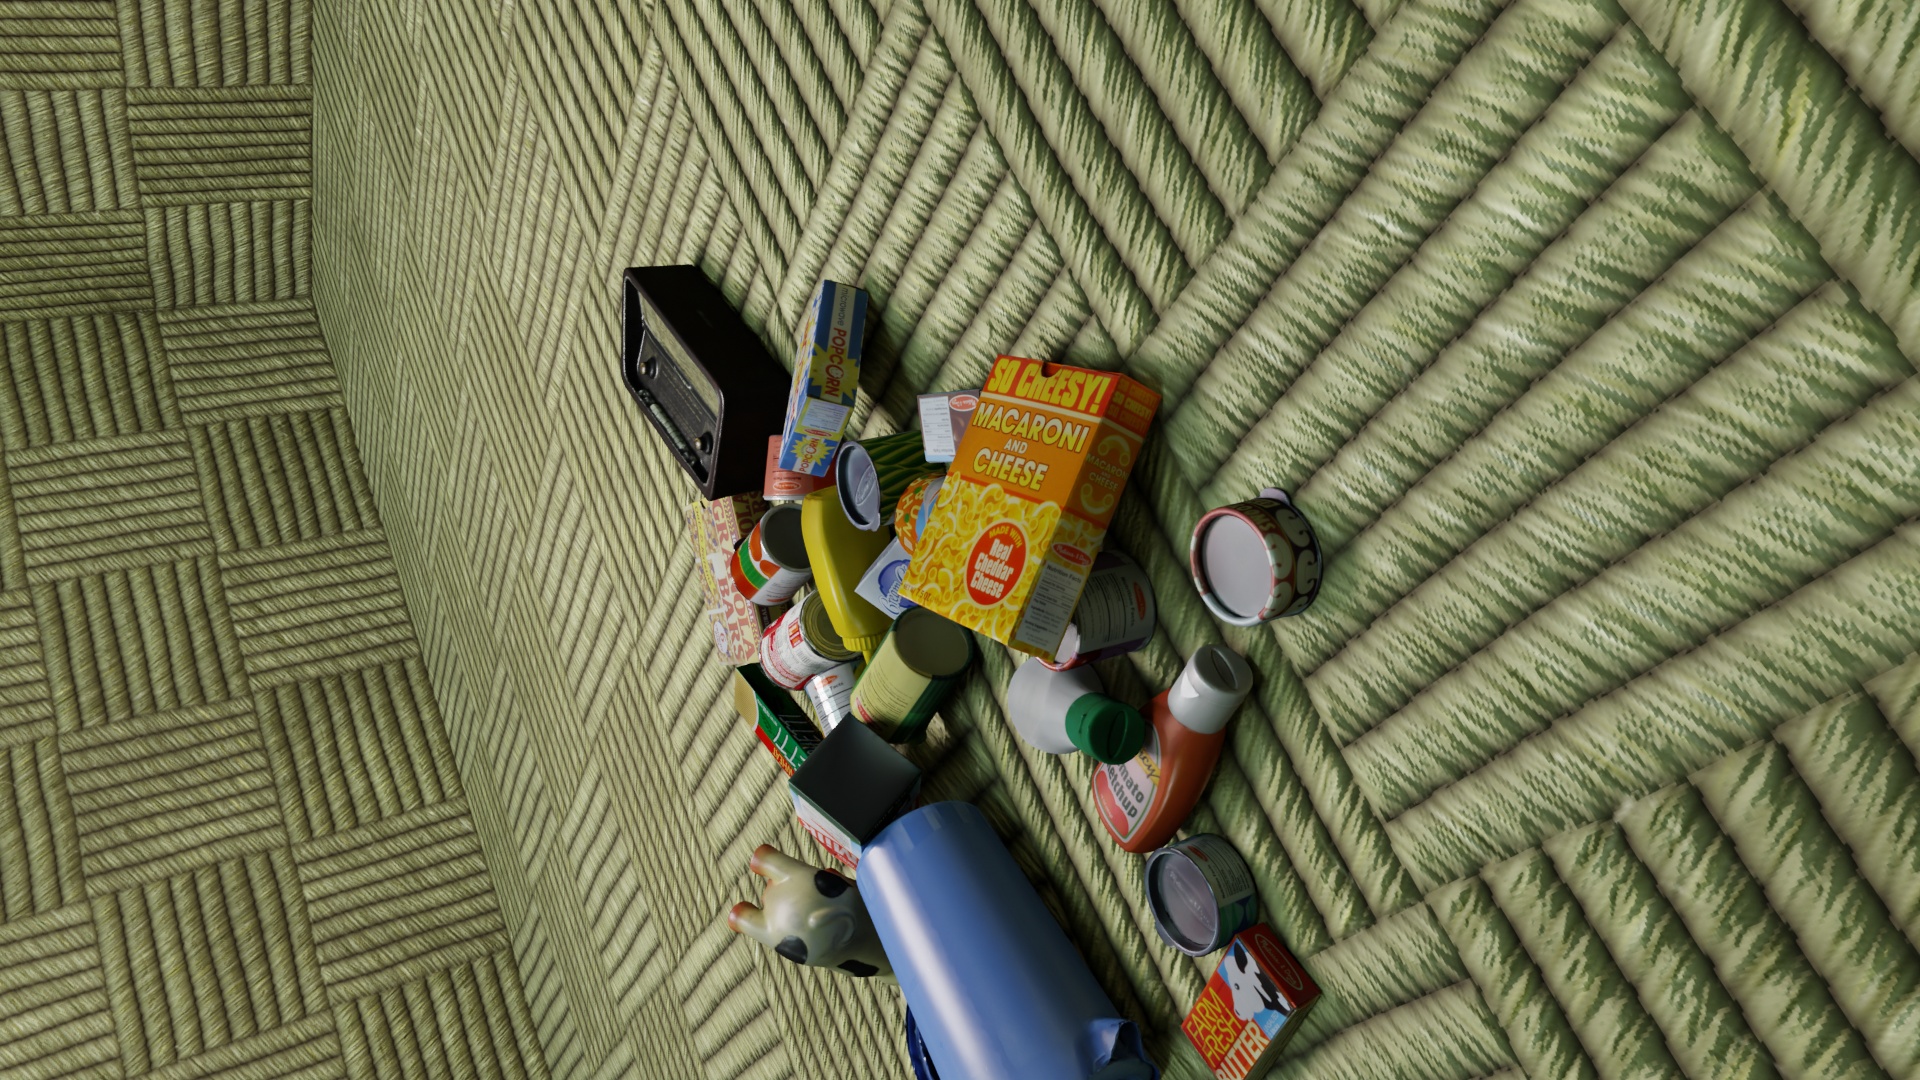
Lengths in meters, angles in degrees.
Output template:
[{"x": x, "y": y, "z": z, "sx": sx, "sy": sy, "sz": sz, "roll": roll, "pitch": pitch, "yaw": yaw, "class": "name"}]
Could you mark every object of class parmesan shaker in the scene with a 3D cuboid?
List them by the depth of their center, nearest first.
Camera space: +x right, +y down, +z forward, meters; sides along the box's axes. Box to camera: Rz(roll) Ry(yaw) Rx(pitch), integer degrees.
[{"x": -0.034, "y": 0.103, "z": 1.044, "sx": 0.071, "sy": 0.071, "sz": 0.102, "roll": 62, "pitch": 145, "yaw": 23, "class": "parmesan shaker"}]

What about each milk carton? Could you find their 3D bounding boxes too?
[{"x": -0.081, "y": 0.207, "z": 1.097, "sx": 0.073, "sy": 0.072, "sz": 0.189, "roll": 37, "pitch": 160, "yaw": 12, "class": "milk carton"}]

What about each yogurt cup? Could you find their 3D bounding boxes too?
[{"x": -0.129, "y": -0.060, "z": 1.142, "sx": 0.072, "sy": 0.072, "sz": 0.054, "roll": 4, "pitch": 96, "yaw": 58, "class": "yogurt cup"}]

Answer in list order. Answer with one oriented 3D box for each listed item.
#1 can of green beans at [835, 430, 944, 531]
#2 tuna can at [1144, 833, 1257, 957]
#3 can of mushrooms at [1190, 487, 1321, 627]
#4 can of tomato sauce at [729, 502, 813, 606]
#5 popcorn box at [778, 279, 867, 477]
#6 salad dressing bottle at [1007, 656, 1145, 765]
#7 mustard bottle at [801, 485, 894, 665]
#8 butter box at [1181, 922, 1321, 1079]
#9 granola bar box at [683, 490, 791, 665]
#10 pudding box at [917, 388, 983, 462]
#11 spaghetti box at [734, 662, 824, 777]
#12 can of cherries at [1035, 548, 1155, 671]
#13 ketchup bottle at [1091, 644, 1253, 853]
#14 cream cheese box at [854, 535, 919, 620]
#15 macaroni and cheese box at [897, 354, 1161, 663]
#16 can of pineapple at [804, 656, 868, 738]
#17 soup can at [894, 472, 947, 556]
[{"x": -0.052, "y": -0.045, "z": 1.025, "sx": 0.071, "sy": 0.058, "sz": 0.071, "roll": 27, "pitch": 123, "yaw": 52, "class": "can of green beans"}, {"x": 0.142, "y": 0.212, "z": 0.825, "sx": 0.071, "sy": 0.033, "sz": 0.070, "roll": 27, "pitch": 123, "yaw": 52, "class": "tuna can"}, {"x": 0.154, "y": 0.009, "z": 0.733, "sx": 0.071, "sy": 0.033, "sz": 0.070, "roll": 29, "pitch": 125, "yaw": 52, "class": "can of mushrooms"}, {"x": -0.157, "y": 0.011, "z": 1.209, "sx": 0.082, "sy": 0.071, "sz": 0.071, "roll": -42, "pitch": 65, "yaw": 55, "class": "can of tomato sauce"}, {"x": -0.103, "y": -0.123, "z": 1.048, "sx": 0.084, "sy": 0.038, "sz": 0.127, "roll": 121, "pitch": 158, "yaw": -48, "class": "popcorn box"}, {"x": 0.070, "y": 0.105, "z": 0.853, "sx": 0.147, "sy": 0.044, "sz": 0.064, "roll": -167, "pitch": 92, "yaw": -76, "class": "salad dressing bottle"}, {"x": -0.083, "y": 0.036, "z": 1.102, "sx": 0.049, "sy": 0.065, "sz": 0.159, "roll": 16, "pitch": 118, "yaw": 61, "class": "mustard bottle"}, {"x": 0.168, "y": 0.276, "z": 0.814, "sx": 0.053, "sy": 0.024, "sz": 0.103, "roll": 51, "pitch": 140, "yaw": 35, "class": "butter box"}, {"x": -0.212, "y": 0.035, "z": 1.333, "sx": 0.124, "sy": 0.039, "sz": 0.165, "roll": -13, "pitch": 89, "yaw": 59, "class": "granola bar box"}, {"x": 0.005, "y": -0.078, "z": 0.947, "sx": 0.083, "sy": 0.030, "sz": 0.049, "roll": 4, "pitch": 103, "yaw": 58, "class": "pudding box"}, {"x": -0.147, "y": 0.198, "z": 1.296, "sx": 0.251, "sy": 0.029, "sz": 0.050, "roll": 40, "pitch": 134, "yaw": 46, "class": "spaghetti box"}, {"x": 0.075, "y": 0.043, "z": 0.850, "sx": 0.071, "sy": 0.058, "sz": 0.071, "roll": 27, "pitch": 123, "yaw": 52, "class": "can of cherries"}, {"x": 0.124, "y": 0.119, "z": 0.811, "sx": 0.148, "sy": 0.043, "sz": 0.065, "roll": 113, "pitch": 144, "yaw": -43, "class": "ketchup bottle"}, {"x": -0.036, "y": 0.024, "z": 1.032, "sx": 0.053, "sy": 0.024, "sz": 0.103, "roll": 35, "pitch": 144, "yaw": -5, "class": "cream cheese box"}, {"x": 0.038, "y": -0.025, "z": 0.829, "sx": 0.124, "sy": 0.040, "sz": 0.166, "roll": 20, "pitch": 87, "yaw": 54, "class": "macaroni and cheese box"}, {"x": -0.087, "y": 0.135, "z": 1.142, "sx": 0.070, "sy": 0.071, "sz": 0.058, "roll": -48, "pitch": 61, "yaw": 54, "class": "can of pineapple"}, {"x": 0.003, "y": -0.012, "z": 0.939, "sx": 0.084, "sy": 0.071, "sz": 0.071, "roll": 18, "pitch": 116, "yaw": 55, "class": "soup can"}]
